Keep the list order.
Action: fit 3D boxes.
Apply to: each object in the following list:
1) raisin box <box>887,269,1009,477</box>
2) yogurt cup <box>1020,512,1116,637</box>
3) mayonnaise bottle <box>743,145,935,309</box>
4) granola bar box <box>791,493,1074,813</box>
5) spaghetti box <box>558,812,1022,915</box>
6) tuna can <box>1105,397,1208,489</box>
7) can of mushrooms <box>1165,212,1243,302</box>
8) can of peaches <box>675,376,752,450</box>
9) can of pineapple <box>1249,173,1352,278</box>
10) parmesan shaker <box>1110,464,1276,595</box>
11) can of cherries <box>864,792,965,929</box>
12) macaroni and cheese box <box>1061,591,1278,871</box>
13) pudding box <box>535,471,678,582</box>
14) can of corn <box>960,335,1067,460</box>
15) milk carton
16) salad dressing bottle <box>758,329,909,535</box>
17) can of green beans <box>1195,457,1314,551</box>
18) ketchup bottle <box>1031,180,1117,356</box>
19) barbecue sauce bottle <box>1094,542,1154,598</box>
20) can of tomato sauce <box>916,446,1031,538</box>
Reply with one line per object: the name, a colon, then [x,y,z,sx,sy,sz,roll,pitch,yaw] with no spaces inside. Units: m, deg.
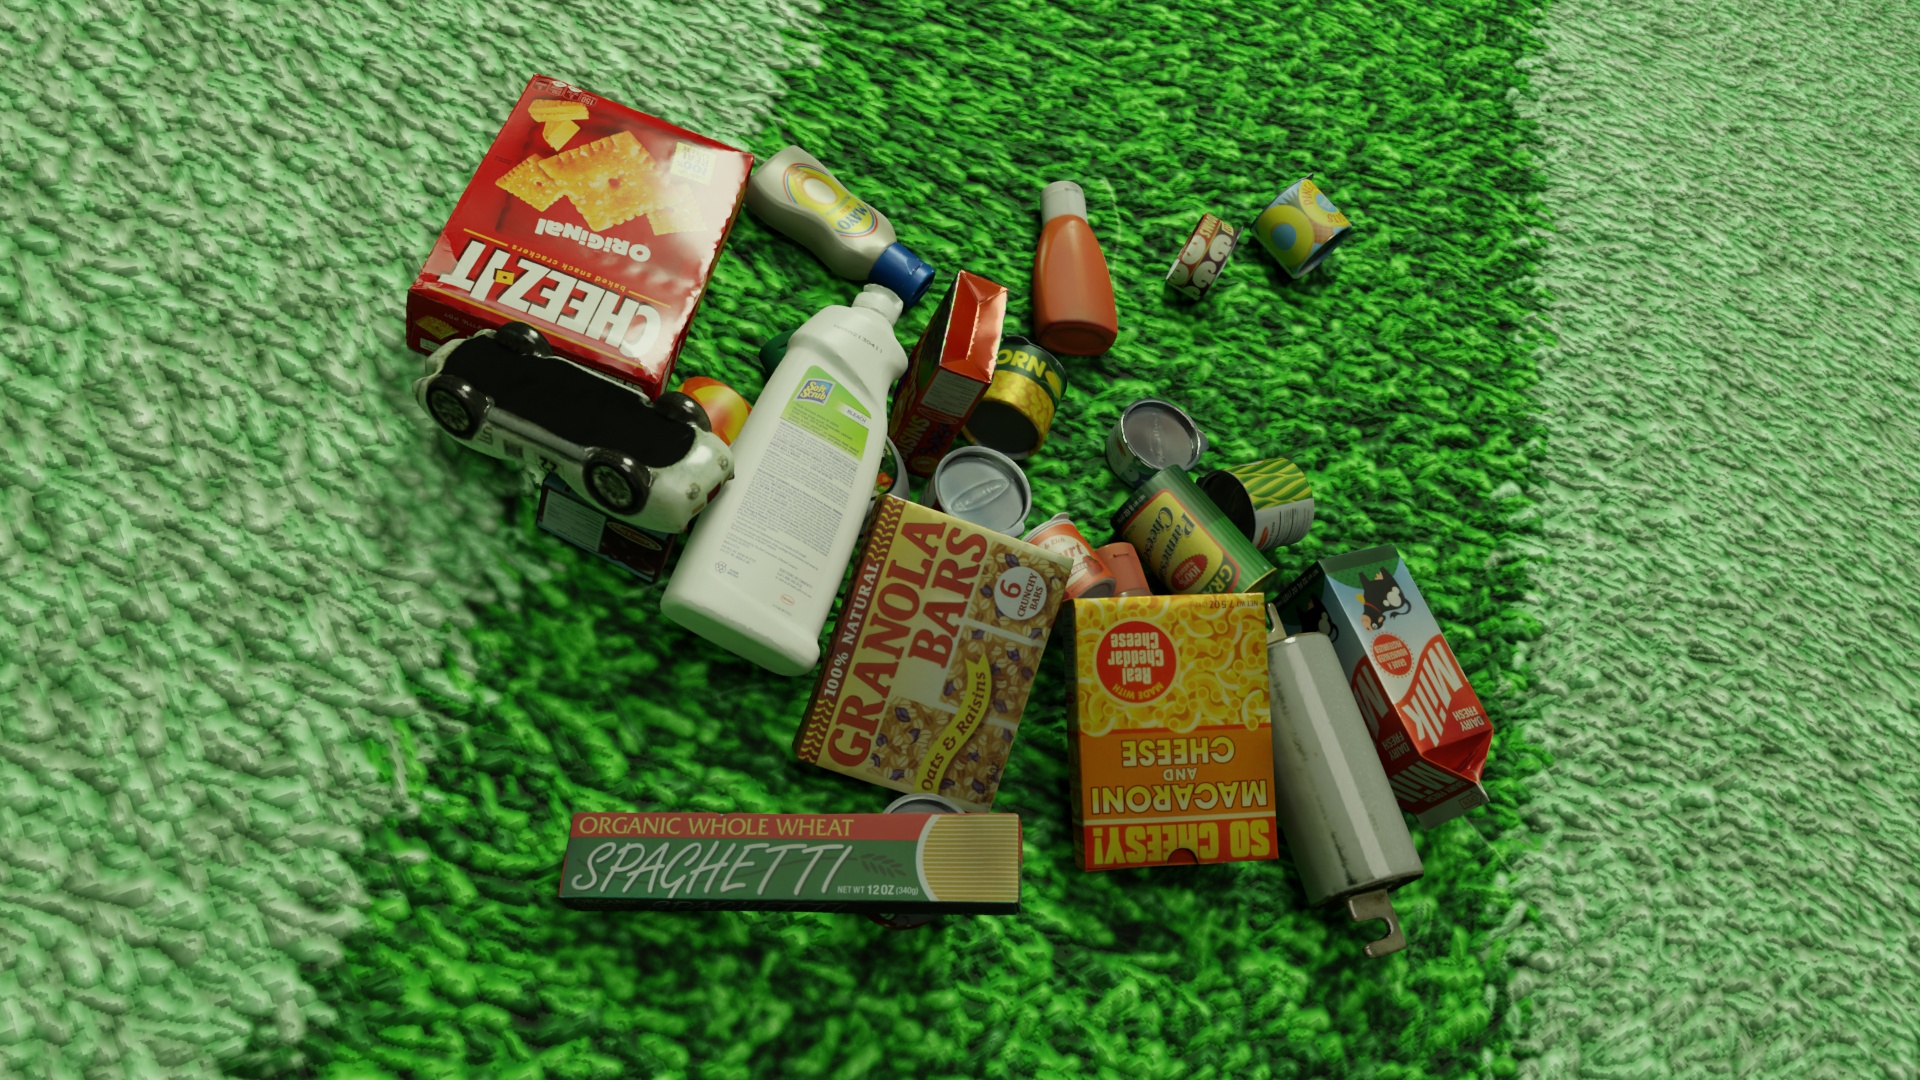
raisin box: [-0.012,-0.111,0.945,0.040,0.122,0.086,18,57,-13]
yogurt cup: [0.066,0.027,0.922,0.073,0.072,0.054,-27,59,-31]
mayonnaise bottle: [-0.087,-0.231,1.035,0.148,0.041,0.065,37,54,3]
granola bar box: [-0.017,0.069,0.843,0.124,0.039,0.165,19,88,-11]
spaghetti box: [-0.092,0.175,0.754,0.250,0.028,0.050,0,60,3]
tuna can: [0.146,-0.070,1.038,0.071,0.032,0.071,9,59,-16]
can of mushrooms: [0.198,-0.232,1.129,0.033,0.070,0.071,30,55,-1]
can of peaches: [-0.171,-0.064,0.891,0.071,0.071,0.058,35,55,1]
can of pineapple: [0.292,-0.267,1.186,0.071,0.070,0.058,-33,78,-33]
parmesan shaker: [0.161,0.007,0.980,0.071,0.071,0.103,-32,73,-32]
can of cherries: [-0.030,0.188,0.805,0.071,0.058,0.072,10,60,-17]
macaroni and cheese box: [0.129,0.117,0.867,0.124,0.040,0.166,-2,85,-7]
pudding box: [-0.215,-0.013,0.854,0.084,0.049,0.030,26,50,-4]
can of corn: [0.036,-0.101,0.990,0.071,0.070,0.058,27,56,-5]
milk carton: [0.301,0.105,0.972,0.074,0.072,0.191,-11,66,-26]
salad dressing bottle: [-0.089,-0.075,0.942,0.064,0.043,0.148,-26,72,-18]
can of green beans: [0.216,-0.024,1.018,0.058,0.071,0.071,-12,67,-27]
ketchup bottle: [0.086,-0.216,1.093,0.065,0.043,0.149,8,59,-18]
barbecue sauce bottle: [0.123,0.074,0.939,0.065,0.043,0.149,-8,64,-18]
can of tomato sauce: [0.003,-0.012,0.918,0.071,0.082,0.071,10,59,-16]
